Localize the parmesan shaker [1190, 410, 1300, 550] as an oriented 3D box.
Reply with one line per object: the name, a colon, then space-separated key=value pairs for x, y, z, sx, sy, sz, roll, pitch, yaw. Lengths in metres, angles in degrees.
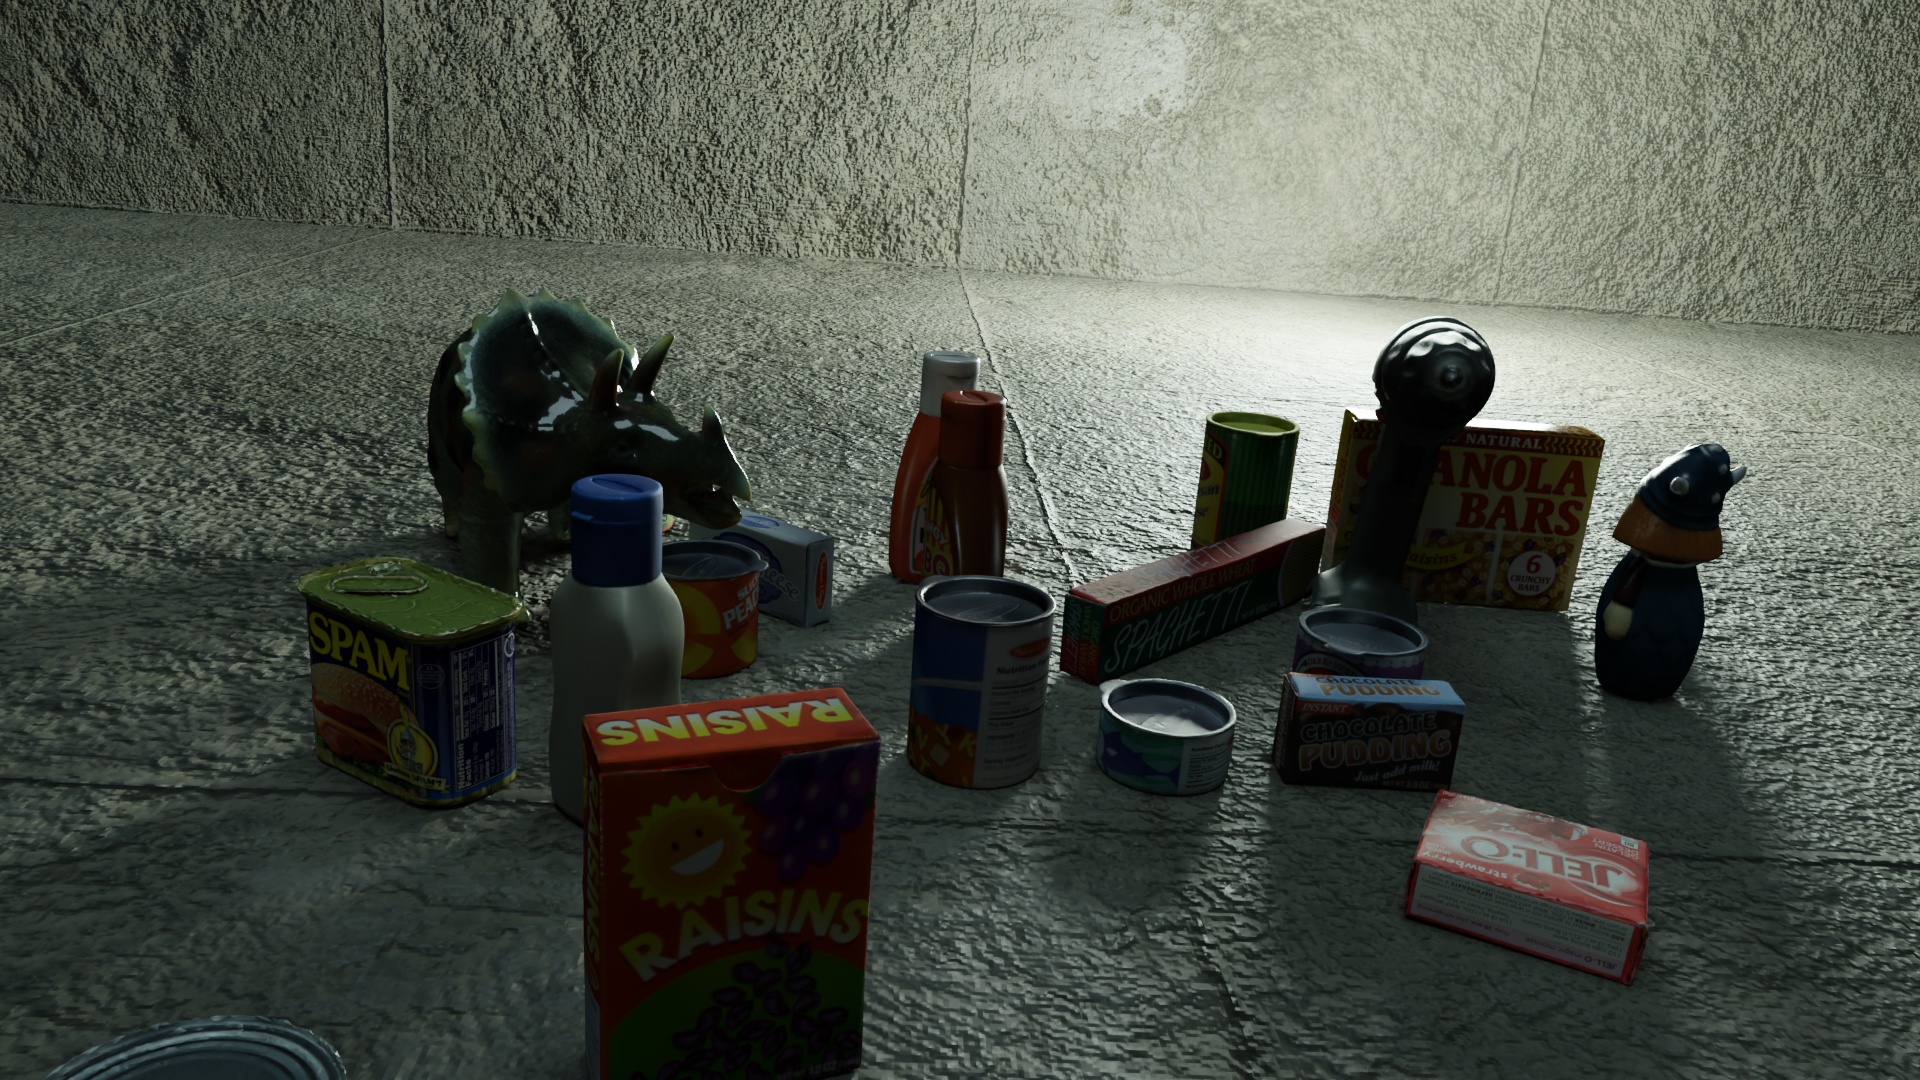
parmesan shaker: x=0.202 y=-0.034 z=0.989 sx=0.071 sy=0.102 sz=0.071 roll=4 pitch=17 yaw=-1

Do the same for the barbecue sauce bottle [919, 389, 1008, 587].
barbecue sauce bottle: x=0.003 y=-0.010 z=0.791 sx=0.044 sy=0.148 sz=0.065 roll=-3 pitch=19 yaw=-23

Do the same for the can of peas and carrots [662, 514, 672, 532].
can of peas and carrots: x=-0.232 y=-0.038 z=0.966 sx=0.071 sy=0.058 sz=0.071 roll=4 pitch=18 yaw=-1

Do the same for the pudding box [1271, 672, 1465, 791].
pudding box: x=0.199 y=0.093 z=0.681 sx=0.084 sy=0.049 sz=0.030 roll=4 pitch=17 yaw=-3

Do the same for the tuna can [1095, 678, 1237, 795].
tuna can: x=0.098 y=0.095 z=0.679 sx=0.071 sy=0.032 sz=0.071 roll=4 pitch=18 yaw=-1

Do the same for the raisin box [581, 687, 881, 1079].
raisin box: x=-0.074 y=0.113 z=0.435 sx=0.086 sy=0.123 sz=0.040 roll=-3 pitch=19 yaw=-23

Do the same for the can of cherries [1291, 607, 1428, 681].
can of cherries: x=0.205 y=0.074 z=0.728 sx=0.071 sy=0.058 sz=0.072 roll=4 pitch=18 yaw=-1

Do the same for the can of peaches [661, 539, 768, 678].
can of peaches: x=-0.141 y=0.037 z=0.758 sx=0.071 sy=0.058 sz=0.071 roll=4 pitch=18 yaw=-1

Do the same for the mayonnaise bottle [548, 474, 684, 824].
mayonnaise bottle: x=-0.142 y=0.048 z=0.578 sx=0.065 sy=0.147 sz=0.041 roll=16 pitch=20 yaw=32

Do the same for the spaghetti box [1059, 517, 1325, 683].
spaghetti box: x=0.149 y=0.032 z=0.856 sx=0.029 sy=0.050 sz=0.251 roll=19 pitch=23 yaw=39

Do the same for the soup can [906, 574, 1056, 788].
soup can: x=0.007 y=0.065 z=0.664 sx=0.071 sy=0.083 sz=0.071 roll=4 pitch=18 yaw=-1

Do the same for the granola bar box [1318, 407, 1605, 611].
granola bar box: x=0.338 y=-0.021 z=0.947 sx=0.166 sy=0.123 sz=0.039 roll=5 pitch=17 yaw=0

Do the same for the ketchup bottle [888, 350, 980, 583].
ketchup bottle: x=-0.012 y=-0.048 z=0.904 sx=0.065 sy=0.148 sz=0.043 roll=-3 pitch=19 yaw=-22

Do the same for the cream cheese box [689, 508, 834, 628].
cream cheese box: x=-0.123 y=0.013 z=0.844 sx=0.104 sy=0.053 sz=0.024 roll=17 pitch=21 yaw=34
